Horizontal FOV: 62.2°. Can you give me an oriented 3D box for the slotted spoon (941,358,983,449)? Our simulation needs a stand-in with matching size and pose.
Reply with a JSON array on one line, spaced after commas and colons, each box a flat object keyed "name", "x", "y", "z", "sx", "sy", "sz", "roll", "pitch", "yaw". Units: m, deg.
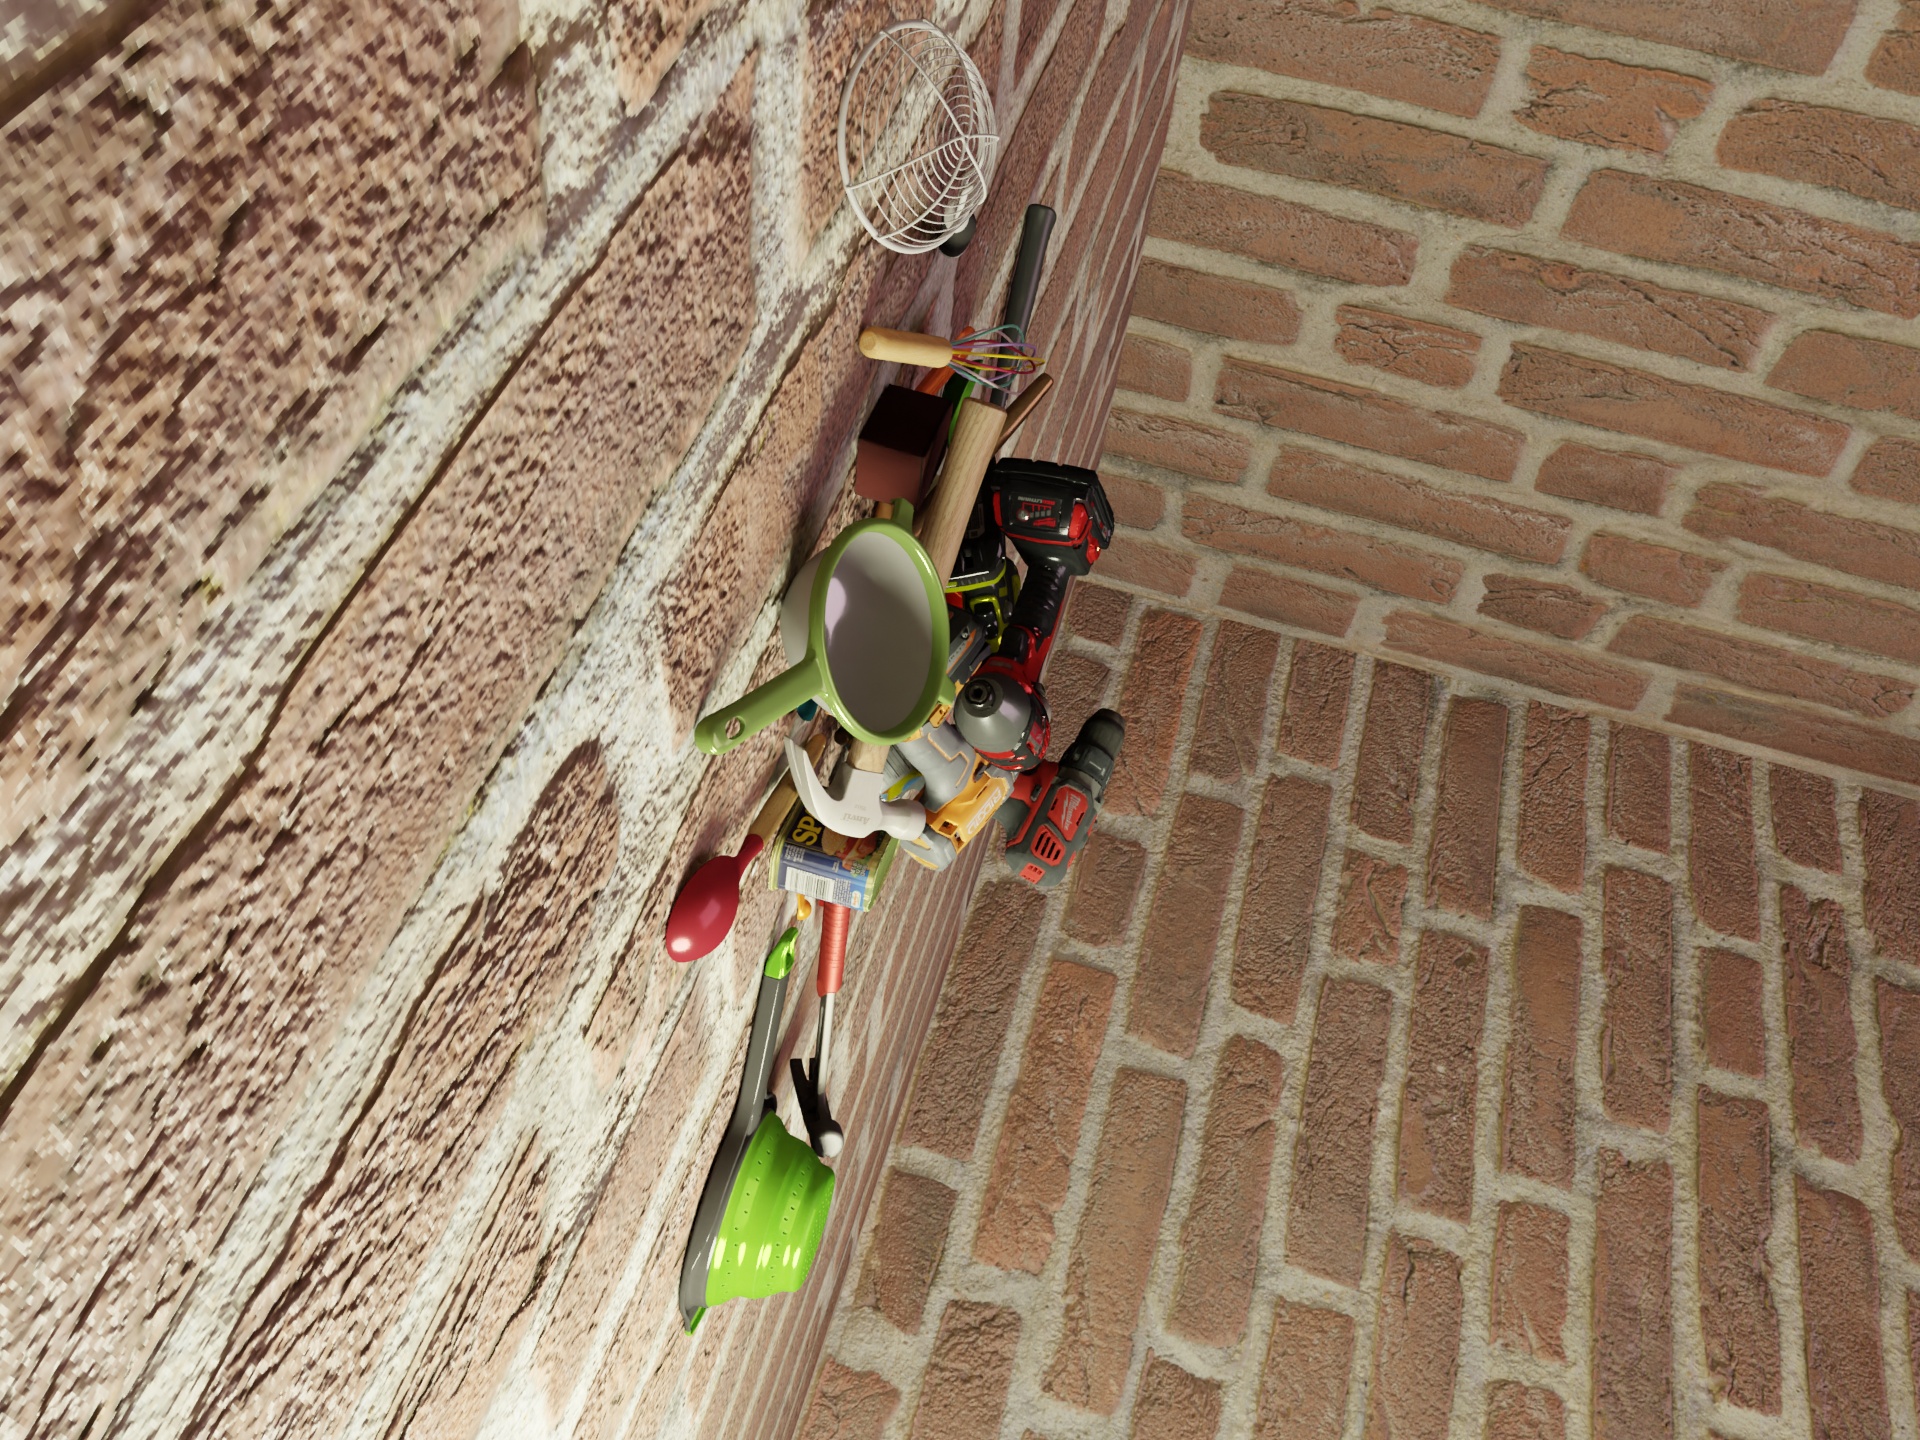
[{"name": "slotted spoon", "x": -0.015, "y": -0.189, "z": 1.491, "sx": 0.070, "sy": 0.031, "sz": 0.313, "roll": -64, "pitch": 164, "yaw": -58}]

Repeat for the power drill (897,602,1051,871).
[{"name": "power drill", "x": -0.002, "y": -0.004, "z": 1.325, "sx": 0.185, "sy": 0.084, "sz": 0.226, "roll": -49, "pitch": 143, "yaw": -24}]

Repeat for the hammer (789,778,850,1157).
[{"name": "hammer", "x": -0.120, "y": 0.216, "z": 1.472, "sx": 0.149, "sy": 0.036, "sz": 0.359, "roll": -121, "pitch": -145, "yaw": -63}]

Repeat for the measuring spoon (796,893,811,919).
[{"name": "measuring spoon", "x": -0.134, "y": 0.139, "z": 1.380, "sx": 0.116, "sy": 0.011, "sz": 0.021, "roll": 98, "pitch": 10, "yaw": -51}]

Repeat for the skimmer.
[{"name": "skimmer", "x": -0.028, "y": -0.352, "z": 1.047, "sx": 0.363, "sy": 0.090, "sz": 0.127, "roll": -107, "pitch": -151, "yaw": -82}]

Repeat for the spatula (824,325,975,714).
[{"name": "spatula", "x": -0.052, "y": -0.157, "z": 1.260, "sx": 0.081, "sy": 0.041, "sz": 0.322, "roll": -45, "pitch": 151, "yaw": -84}]

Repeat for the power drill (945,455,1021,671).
[{"name": "power drill", "x": 0.017, "y": -0.118, "z": 1.421, "sx": 0.223, "sy": 0.080, "sz": 0.171, "roll": 69, "pitch": 14, "yaw": -55}]

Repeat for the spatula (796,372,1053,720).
[{"name": "spatula", "x": -0.030, "y": -0.134, "z": 1.194, "sx": 0.317, "sy": 0.044, "sz": 0.082, "roll": -49, "pitch": 174, "yaw": -3}]

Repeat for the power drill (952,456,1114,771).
[{"name": "power drill", "x": 0.048, "y": -0.078, "z": 1.201, "sx": 0.143, "sy": 0.078, "sz": 0.220, "roll": 44, "pitch": 58, "yaw": -70}]

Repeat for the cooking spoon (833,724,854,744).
[{"name": "cooking spoon", "x": -0.072, "y": -0.028, "z": 1.493, "sx": 0.319, "sy": 0.017, "sz": 0.068, "roll": -56, "pitch": 164, "yaw": -71}]

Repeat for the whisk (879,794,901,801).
[{"name": "whisk", "x": -0.048, "y": 0.005, "z": 1.633, "sx": 0.246, "sy": 0.059, "sz": 0.057, "roll": -69, "pitch": 147, "yaw": -50}]

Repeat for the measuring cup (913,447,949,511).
[{"name": "measuring cup", "x": -0.010, "y": -0.182, "z": 1.288, "sx": 0.168, "sy": 0.038, "sz": 0.083, "roll": -66, "pitch": 177, "yaw": -49}]

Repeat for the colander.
[{"name": "colander", "x": -0.153, "y": 0.366, "z": 1.387, "sx": 0.204, "sy": 0.094, "sz": 0.397, "roll": -59, "pitch": 163, "yaw": -69}]

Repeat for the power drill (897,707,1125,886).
[{"name": "power drill", "x": 0.037, "y": 0.031, "z": 1.518, "sx": 0.188, "sy": 0.226, "sz": 0.080, "roll": -61, "pitch": 178, "yaw": -23}]

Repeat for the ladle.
[{"name": "ladle", "x": -0.139, "y": 0.076, "z": 1.122, "sx": 0.315, "sy": 0.031, "sz": 0.069, "roll": -66, "pitch": 167, "yaw": -65}]

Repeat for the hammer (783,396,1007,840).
[{"name": "hammer", "x": -0.037, "y": -0.073, "z": 1.156, "sx": 0.130, "sy": 0.031, "sz": 0.331, "roll": 12, "pitch": 101, "yaw": -39}]

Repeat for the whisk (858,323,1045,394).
[{"name": "whisk", "x": -0.001, "y": -0.268, "z": 1.156, "sx": 0.245, "sy": 0.047, "sz": 0.051, "roll": -16, "pitch": 132, "yaw": -62}]

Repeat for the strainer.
[{"name": "strainer", "x": -0.101, "y": -0.038, "z": 1.028, "sx": 0.256, "sy": 0.069, "sz": 0.151, "roll": -37, "pitch": 120, "yaw": -49}]

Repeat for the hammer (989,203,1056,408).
[{"name": "hammer", "x": 0.046, "y": -0.366, "z": 1.657, "sx": 0.146, "sy": 0.035, "sz": 0.334, "roll": -57, "pitch": 161, "yaw": -73}]
